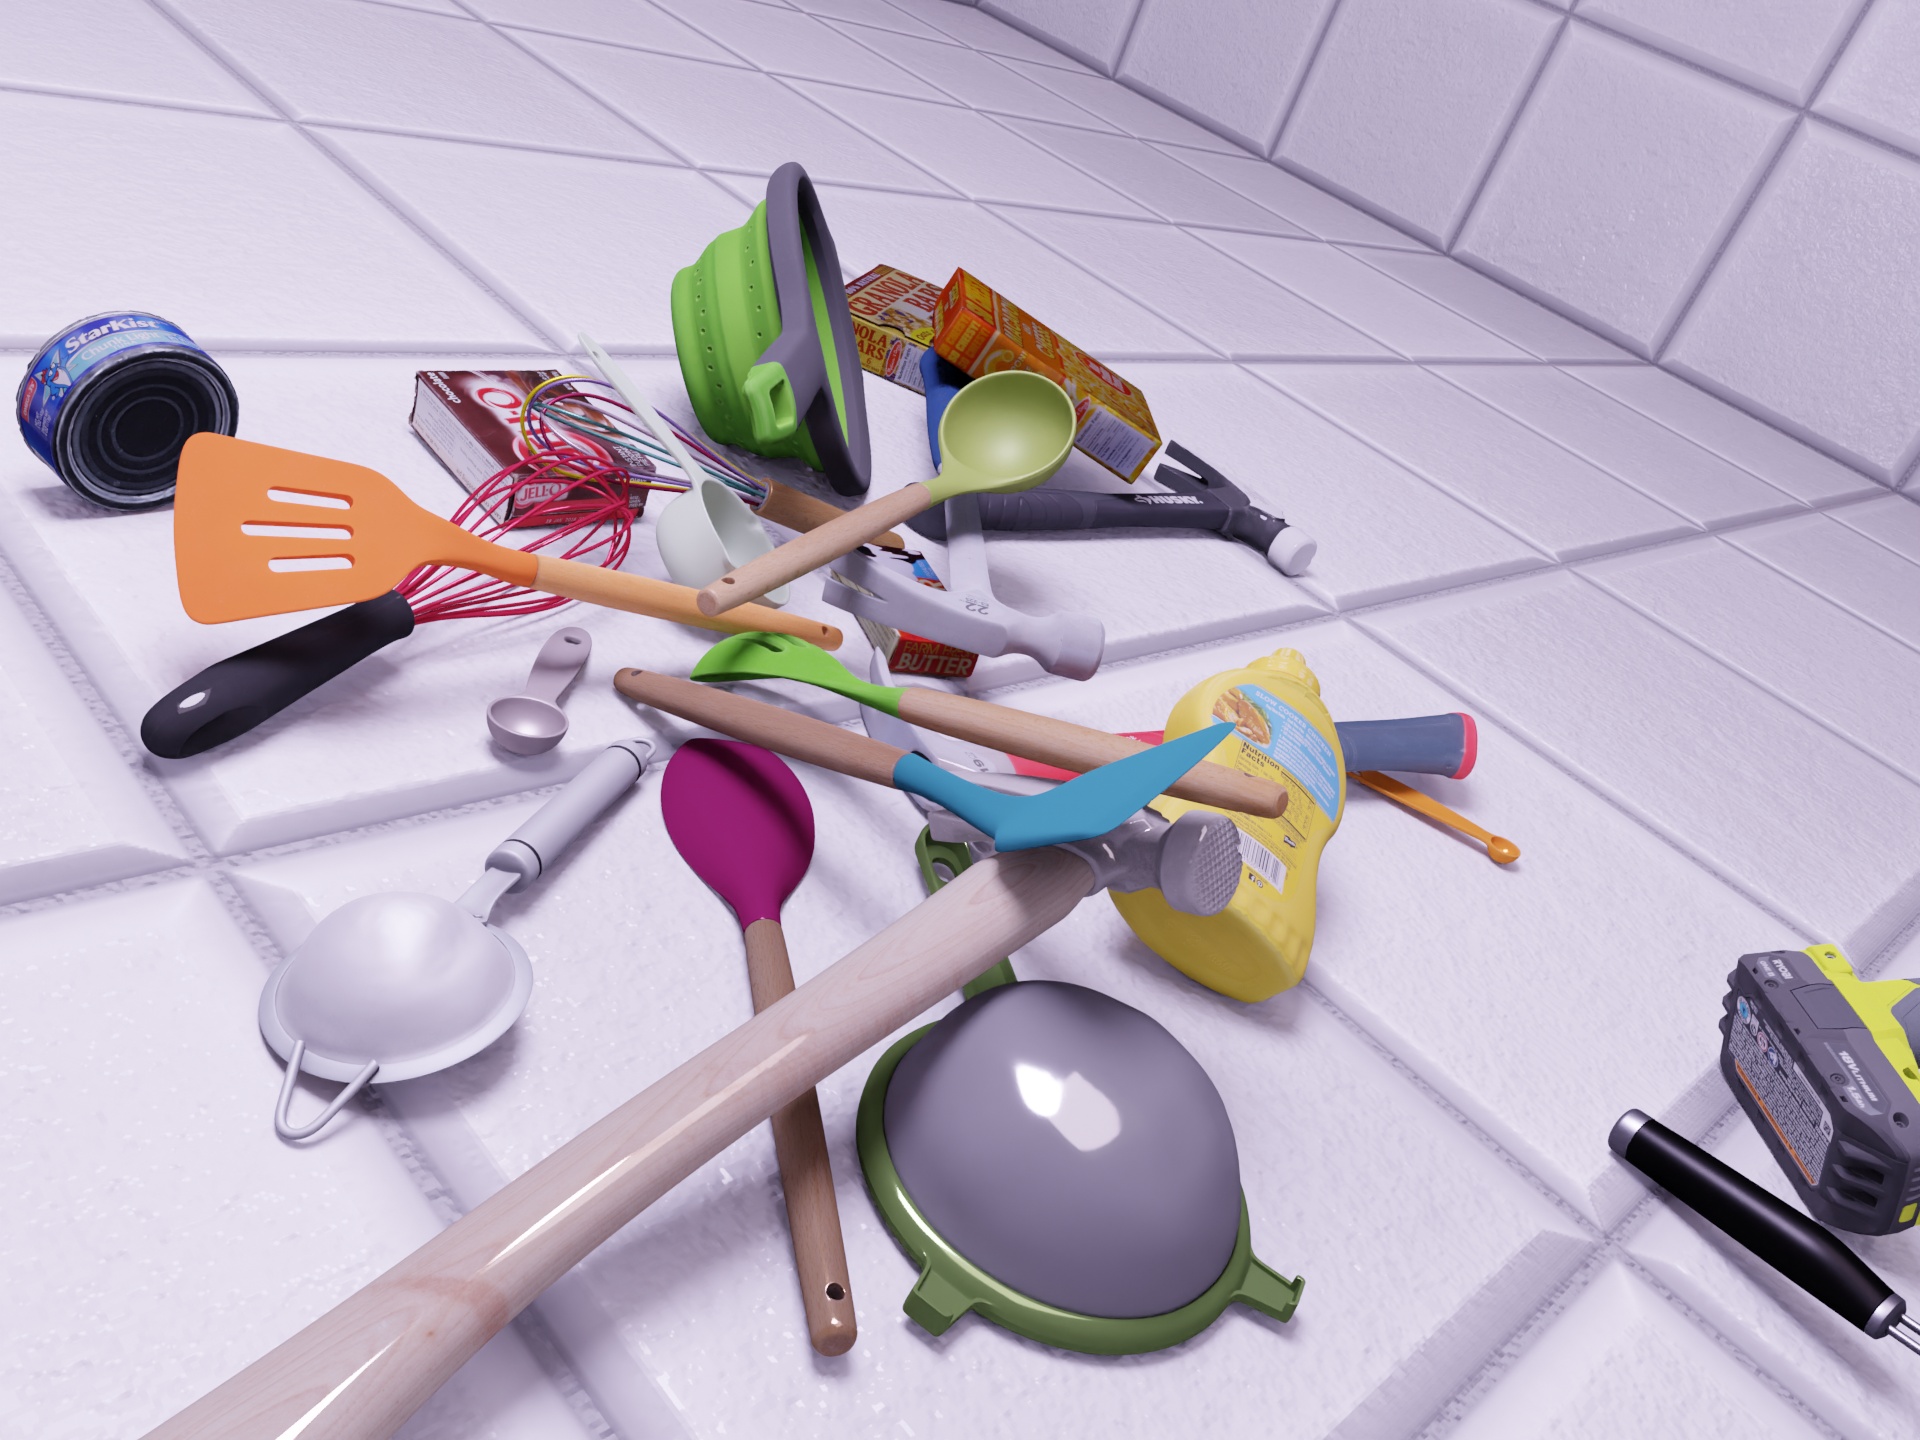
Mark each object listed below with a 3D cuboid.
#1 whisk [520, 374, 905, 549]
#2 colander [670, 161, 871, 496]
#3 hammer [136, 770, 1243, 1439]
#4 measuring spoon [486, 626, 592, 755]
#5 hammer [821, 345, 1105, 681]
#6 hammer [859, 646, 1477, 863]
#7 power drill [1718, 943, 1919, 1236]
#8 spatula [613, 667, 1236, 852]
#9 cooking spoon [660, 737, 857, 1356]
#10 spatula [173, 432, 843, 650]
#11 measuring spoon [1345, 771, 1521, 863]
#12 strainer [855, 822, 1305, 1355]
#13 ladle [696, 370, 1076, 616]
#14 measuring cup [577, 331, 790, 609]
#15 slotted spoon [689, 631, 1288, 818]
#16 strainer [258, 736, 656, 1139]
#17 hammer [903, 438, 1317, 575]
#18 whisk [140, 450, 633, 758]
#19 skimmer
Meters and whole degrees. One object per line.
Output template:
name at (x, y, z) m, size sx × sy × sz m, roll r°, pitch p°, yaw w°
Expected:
whisk at (-0.130, -0.128, 0.875) m, size 0.244 × 0.047 × 0.051 m, roll 19°, pitch -13°, yaw -39°
colander at (-0.123, -0.205, 0.917) m, size 0.094 × 0.204 × 0.397 m, roll -10°, pitch 20°, yaw 5°
hammer at (-0.077, 0.112, 0.499) m, size 0.146 × 0.038 × 0.410 m, roll 9°, pitch 27°, yaw 39°
measuring spoon at (-0.185, -0.014, 0.716) m, size 0.034 × 0.018 × 0.124 m, roll 16°, pitch 23°, yaw -8°
hammer at (-0.006, -0.149, 0.966) m, size 0.144 × 0.035 × 0.406 m, roll 14°, pitch 30°, yaw -11°
hammer at (0.133, 0.009, 0.857) m, size 0.386 × 0.038 × 0.143 m, roll -3°, pitch 36°, yaw -35°
power drill at (0.489, 0.158, 0.727) m, size 0.223 × 0.080 × 0.171 m, roll -8°, pitch 33°, yaw 1°
spatula at (-0.041, 0.004, 0.637) m, size 0.318 × 0.044 × 0.082 m, roll 15°, pitch 37°, yaw 39°
cooking spoon at (-0.071, 0.097, 0.601) m, size 0.068 × 0.017 × 0.319 m, roll 9°, pitch 31°, yaw -21°
spatula at (-0.177, -0.059, 0.709) m, size 0.322 × 0.041 × 0.081 m, roll 11°, pitch 64°, yaw -48°
measuring spoon at (0.267, 0.052, 0.918) m, size 0.117 × 0.011 × 0.021 m, roll 29°, pitch 29°, yaw 19°
strainer at (0.030, 0.108, 0.600) m, size 0.151 × 0.069 × 0.257 m, roll 8°, pitch 34°, yaw -24°
ladle at (-0.032, -0.118, 0.806) m, size 0.078 × 0.062 × 0.320 m, roll 25°, pitch 32°, yaw 19°
measuring cup at (-0.150, -0.118, 0.803) m, size 0.167 × 0.038 × 0.083 m, roll 53°, pitch 15°, yaw -16°
slotted spoon at (-0.001, -0.002, 0.674) m, size 0.314 × 0.031 × 0.070 m, roll 15°, pitch 11°, yaw 39°
strainer at (-0.170, 0.056, 0.584) m, size 0.087 × 0.050 × 0.258 m, roll 11°, pitch 24°, yaw 10°
hammer at (0.095, -0.150, 1.107) m, size 0.334 × 0.035 × 0.146 m, roll -6°, pitch 41°, yaw -40°
whisk at (-0.237, -0.055, 0.702) m, size 0.073 × 0.073 × 0.296 m, roll 29°, pitch 35°, yaw 11°
skimmer at (0.393, 0.287, 0.595) m, size 0.127 × 0.090 × 0.364 m, roll -7°, pitch 31°, yaw -37°
